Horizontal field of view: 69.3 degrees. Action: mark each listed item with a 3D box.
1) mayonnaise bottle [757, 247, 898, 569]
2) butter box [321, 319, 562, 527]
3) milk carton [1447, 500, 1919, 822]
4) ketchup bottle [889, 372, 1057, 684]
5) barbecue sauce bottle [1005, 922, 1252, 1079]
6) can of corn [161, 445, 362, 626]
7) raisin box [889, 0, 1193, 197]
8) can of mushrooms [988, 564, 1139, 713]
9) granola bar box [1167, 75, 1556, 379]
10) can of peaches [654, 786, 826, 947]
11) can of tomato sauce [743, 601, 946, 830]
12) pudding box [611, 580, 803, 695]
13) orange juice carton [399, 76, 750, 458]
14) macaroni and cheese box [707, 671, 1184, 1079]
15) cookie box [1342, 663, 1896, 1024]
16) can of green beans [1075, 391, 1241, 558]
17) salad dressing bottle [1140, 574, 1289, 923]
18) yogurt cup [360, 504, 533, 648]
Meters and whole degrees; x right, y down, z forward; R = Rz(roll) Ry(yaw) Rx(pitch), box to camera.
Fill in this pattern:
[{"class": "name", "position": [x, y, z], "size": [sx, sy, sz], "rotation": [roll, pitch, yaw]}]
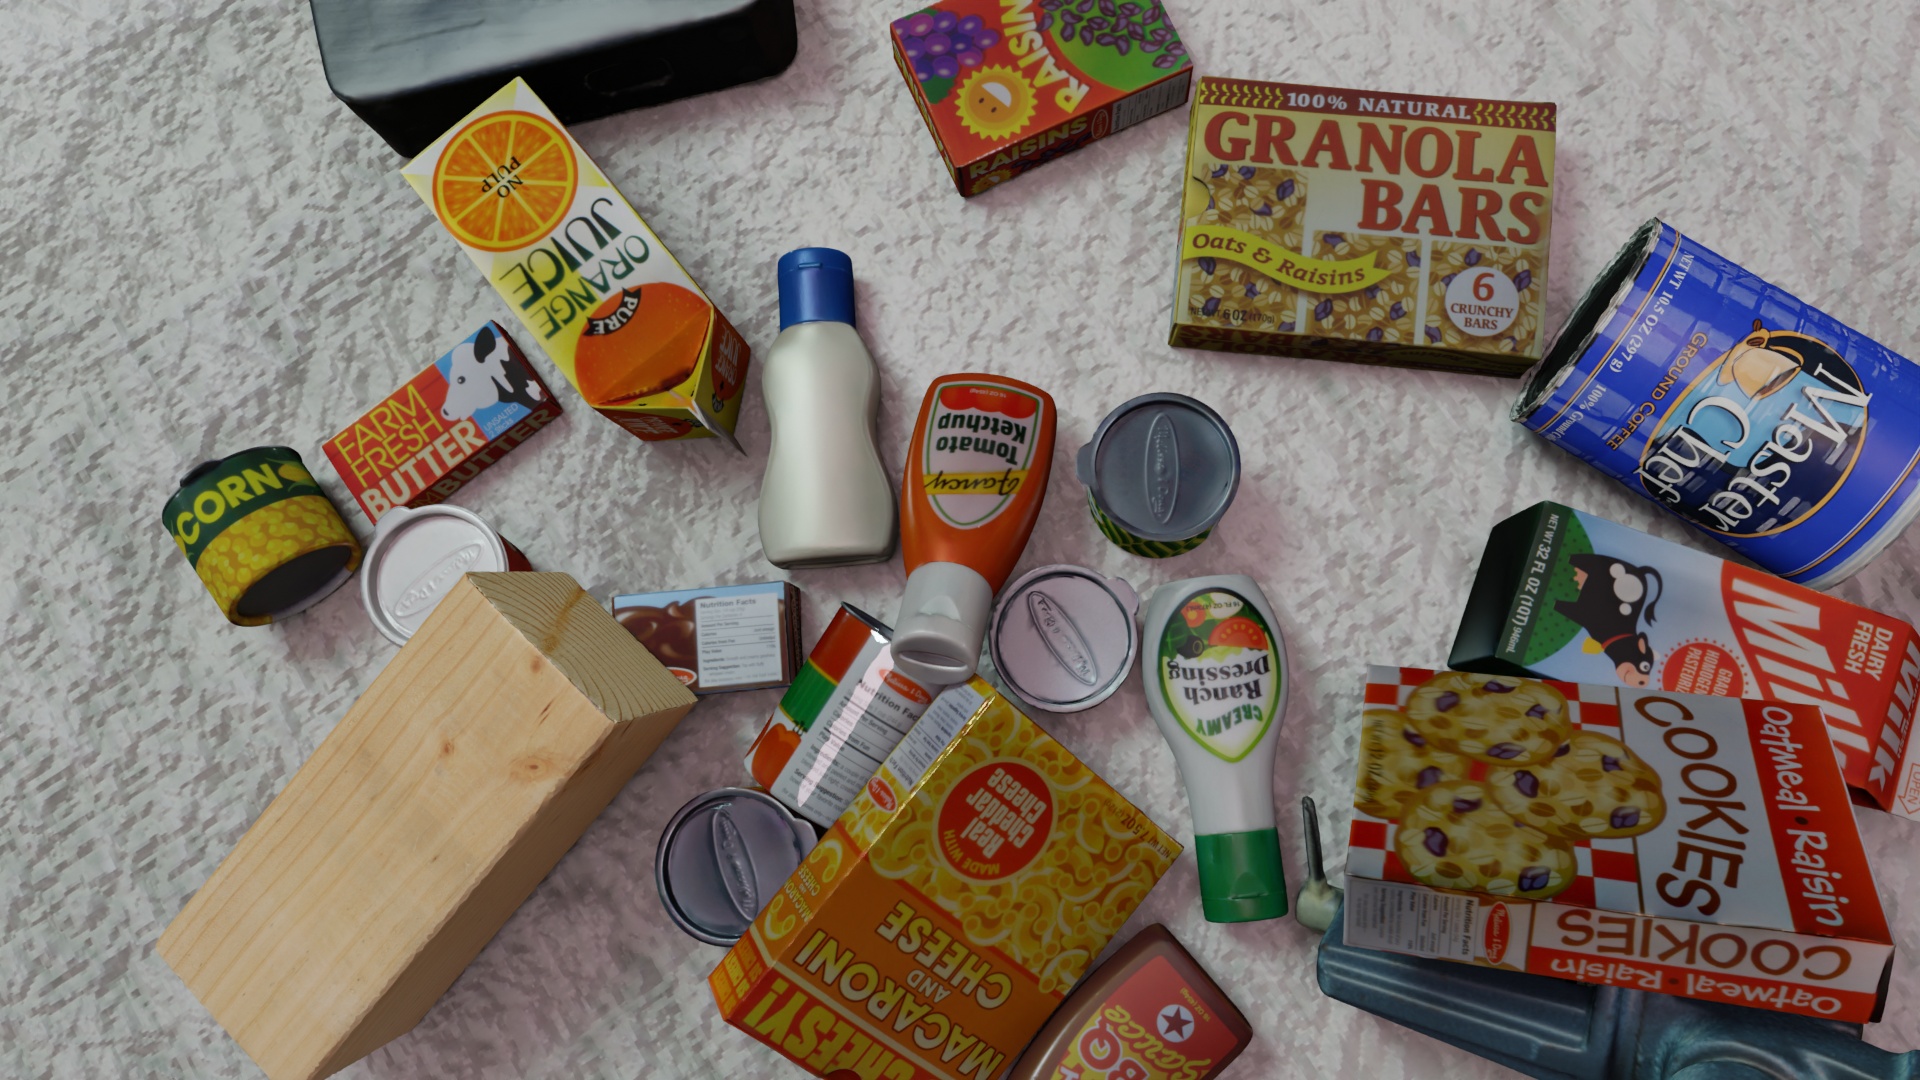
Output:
[{"class": "mayonnaise bottle", "position": [-0.065, -0.062, 0.653], "size": [0.065, 0.041, 0.148], "rotation": [-4, 79, 2]}, {"class": "butter box", "position": [-0.251, -0.055, 0.674], "size": [0.103, 0.024, 0.053], "rotation": [-38, 79, -3]}, {"class": "milk carton", "position": [0.317, 0.052, 0.587], "size": [0.191, 0.073, 0.072], "rotation": [19, 83, 7]}, {"class": "ketchup bottle", "position": [0.002, -0.008, 0.603], "size": [0.065, 0.043, 0.149], "rotation": [9, 51, 5]}, {"class": "barbecue sauce bottle", "position": [0.050, 0.235, 0.591], "size": [0.148, 0.043, 0.065], "rotation": [-41, 88, -3]}, {"class": "can of corn", "position": [-0.325, -0.002, 0.647], "size": [0.071, 0.071, 0.058], "rotation": [-38, 81, -2]}, {"class": "raisin box", "position": [0.038, -0.232, 0.675], "size": [0.123, 0.040, 0.086], "rotation": [-24, 80, -1]}, {"class": "can of mushrooms", "position": [0.049, 0.044, 0.629], "size": [0.071, 0.033, 0.071], "rotation": [-1, 80, 5]}, {"class": "granola bar box", "position": [0.186, -0.147, 0.648], "size": [0.166, 0.039, 0.124], "rotation": [6, 81, 5]}, {"class": "can of peaches", "position": [-0.092, 0.141, 0.611], "size": [0.071, 0.058, 0.071], "rotation": [-1, 80, 4]}, {"class": "can of tomato sauce", "position": [-0.047, 0.079, 0.614], "size": [0.071, 0.071, 0.083], "rotation": [32, 88, 9]}, {"class": "pudding box", "position": [-0.117, 0.047, 0.643], "size": [0.084, 0.030, 0.050], "rotation": [-6, 81, 4]}, {"class": "orange juice carton", "position": [-0.167, -0.116, 0.654], "size": [0.073, 0.071, 0.193], "rotation": [-40, 80, -2]}, {"class": "macaroni and cheese box", "position": [-0.004, 0.155, 0.581], "size": [0.123, 0.040, 0.166], "rotation": [42, 85, -24]}, {"class": "cookie box", "position": [0.232, 0.104, 0.511], "size": [0.167, 0.123, 0.040], "rotation": [4, 123, 18]}, {"class": "can of green beans", "position": [0.090, -0.028, 0.626], "size": [0.071, 0.057, 0.071], "rotation": [-1, 81, 4]}, {"class": "salad dressing bottle", "position": [0.116, 0.090, 0.611], "size": [0.064, 0.044, 0.148], "rotation": [-6, 80, 2]}, {"class": "yogurt cup", "position": [-0.233, 0.021, 0.644], "size": [0.072, 0.054, 0.072], "rotation": [-1, 81, 4]}]
